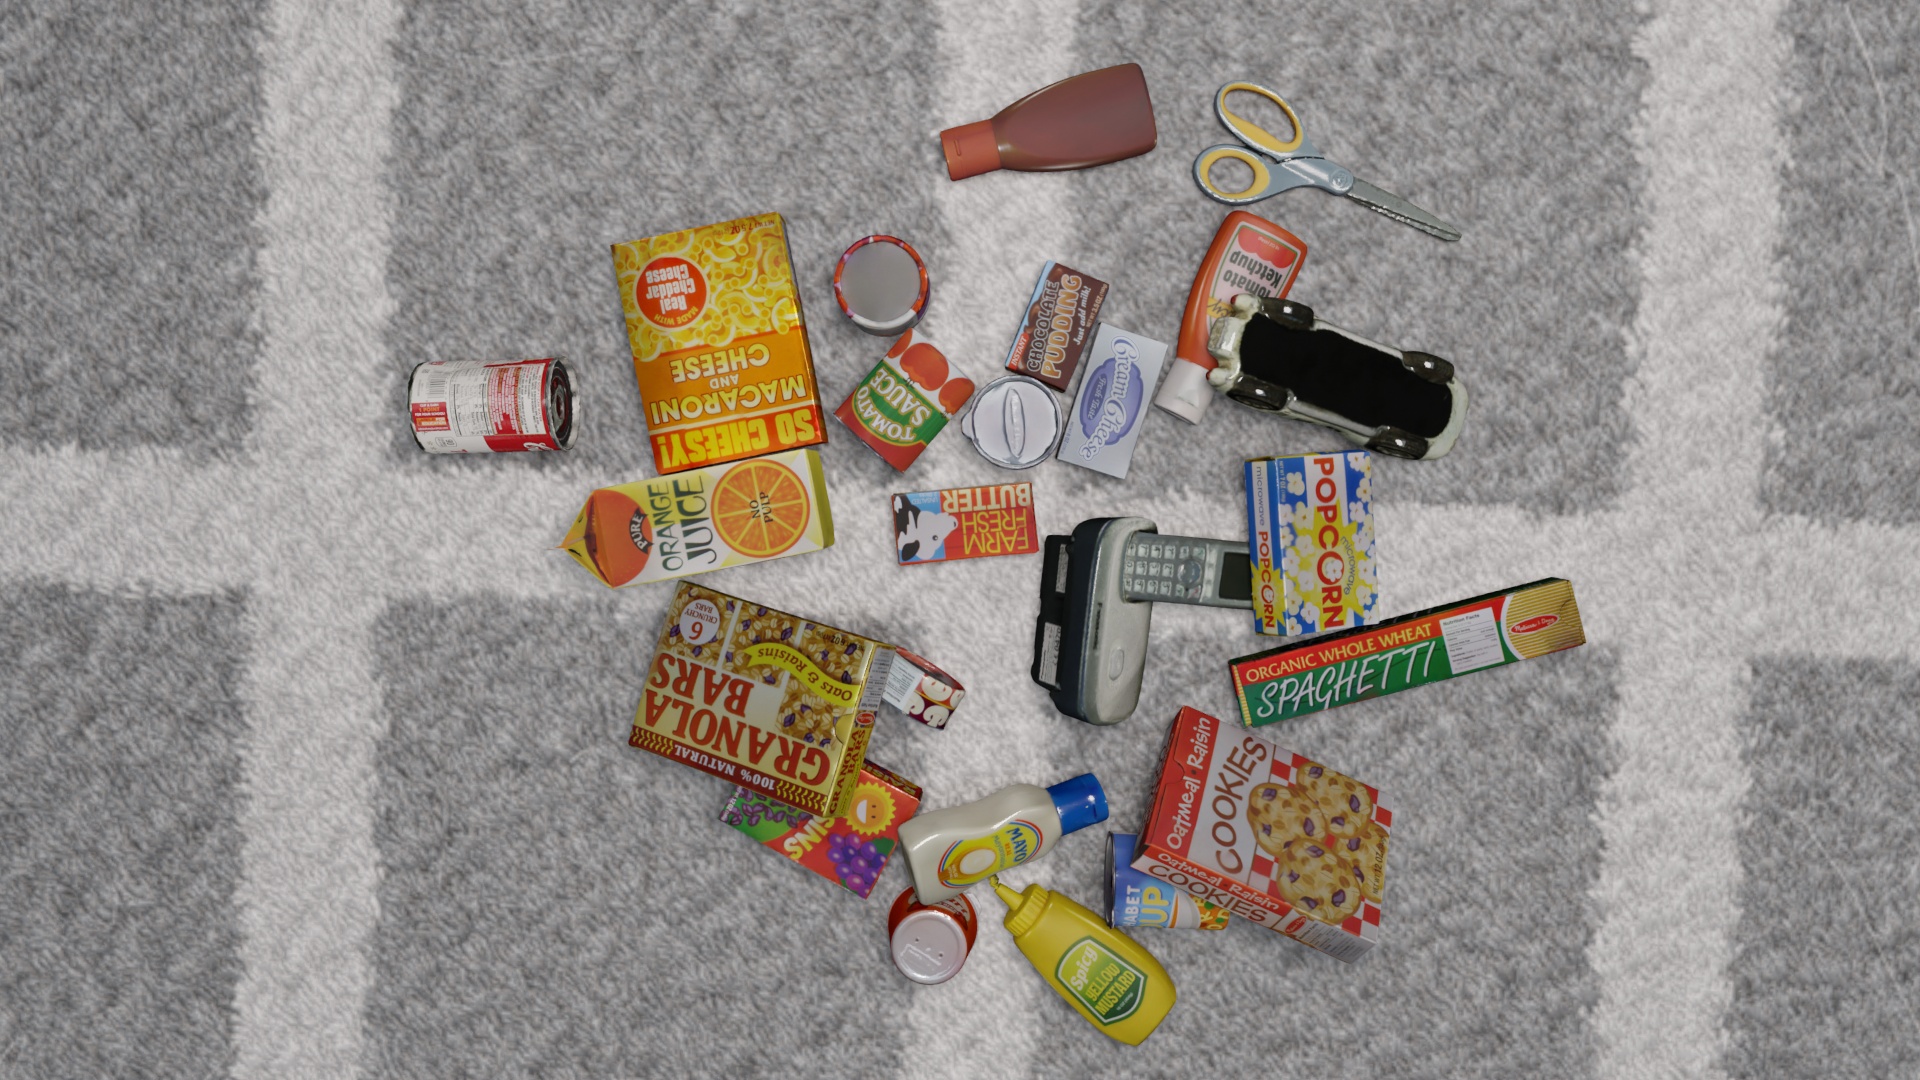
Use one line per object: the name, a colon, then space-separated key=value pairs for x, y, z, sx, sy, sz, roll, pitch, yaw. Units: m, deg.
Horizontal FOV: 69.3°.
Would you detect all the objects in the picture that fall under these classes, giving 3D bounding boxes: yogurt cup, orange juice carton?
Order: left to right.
orange juice carton: x=-0.192 y=-0.012 z=0.988 sx=0.193 sy=0.072 sz=0.073 roll=-11 pitch=92 yaw=1
yogurt cup: x=-0.021 y=0.286 z=1.006 sx=0.072 sy=0.054 sz=0.072 roll=0 pitch=93 yaw=2

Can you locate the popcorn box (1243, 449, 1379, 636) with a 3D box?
popcorn box: x=0.248 y=0.001 z=0.981 sx=0.085 sy=0.038 sz=0.126 roll=-5 pitch=92 yaw=-26

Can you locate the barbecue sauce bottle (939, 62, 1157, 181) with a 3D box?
barbecue sauce bottle: x=0.061 y=-0.291 z=0.987 sx=0.148 sy=0.044 sz=0.065 roll=-13 pitch=92 yaw=2

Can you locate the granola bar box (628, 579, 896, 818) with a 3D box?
granola bar box: x=-0.141 y=0.109 z=0.974 sx=0.165 sy=0.039 sz=0.124 roll=15 pitch=87 yaw=22

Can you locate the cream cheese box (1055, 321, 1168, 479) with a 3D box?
cream cheese box: x=0.109 y=-0.100 z=1.002 sx=0.053 sy=0.024 sz=0.103 roll=17 pitch=93 yaw=-1

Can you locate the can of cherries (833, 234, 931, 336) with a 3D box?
can of cherries: x=-0.055 y=-0.182 z=0.985 sx=0.071 sy=0.058 sz=0.071 roll=0 pitch=93 yaw=1

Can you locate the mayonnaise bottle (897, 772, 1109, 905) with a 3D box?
mayonnaise bottle: x=0.032 y=0.207 z=0.993 sx=0.148 sy=0.041 sz=0.064 roll=-18 pitch=120 yaw=-11

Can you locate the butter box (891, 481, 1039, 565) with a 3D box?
butter box: x=0.004 y=-0.013 z=1.008 sx=0.103 sy=0.024 sz=0.053 roll=-5 pitch=92 yaw=1

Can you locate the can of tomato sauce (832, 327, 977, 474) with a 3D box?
can of tomato sauce: x=-0.039 y=-0.099 z=0.983 sx=0.071 sy=0.071 sz=0.083 roll=41 pitch=92 yaw=-1

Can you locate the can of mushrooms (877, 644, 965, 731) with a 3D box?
can of mushrooms: x=-0.030 y=0.105 z=0.994 sx=0.071 sy=0.071 sz=0.033 roll=31 pitch=92 yaw=0

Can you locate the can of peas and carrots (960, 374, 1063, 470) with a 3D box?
can of peas and carrots: x=0.037 y=-0.082 z=0.987 sx=0.071 sy=0.059 sz=0.071 roll=0 pitch=92 yaw=2

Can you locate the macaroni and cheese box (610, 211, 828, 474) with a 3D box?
macaroni and cheese box: x=-0.171 y=-0.140 z=0.999 sx=0.124 sy=0.040 sz=0.166 roll=-11 pitch=92 yaw=1

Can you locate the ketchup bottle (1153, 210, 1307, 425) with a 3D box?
ketchup bottle: x=0.186 y=-0.156 z=0.989 sx=0.065 sy=0.043 sz=0.148 roll=26 pitch=93 yaw=-8

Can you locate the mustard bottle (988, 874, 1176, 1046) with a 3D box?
mustard bottle: x=0.080 y=0.295 z=1.006 sx=0.160 sy=0.049 sz=0.065 roll=38 pitch=91 yaw=-1

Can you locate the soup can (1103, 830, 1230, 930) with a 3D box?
soup can: x=0.147 y=0.246 z=0.992 sx=0.084 sy=0.071 sz=0.071 roll=3 pitch=93 yaw=1

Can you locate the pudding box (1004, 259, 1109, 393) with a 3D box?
pudding box: x=0.069 y=-0.154 z=0.998 sx=0.050 sy=0.030 sz=0.083 roll=23 pitch=92 yaw=1

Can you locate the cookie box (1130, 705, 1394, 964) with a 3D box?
cookie box: x=0.213 y=0.202 z=0.968 sx=0.167 sy=0.040 sz=0.123 roll=24 pitch=48 yaw=0

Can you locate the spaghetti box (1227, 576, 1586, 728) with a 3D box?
spaghetti box: x=0.319 y=0.080 z=1.003 sx=0.250 sy=0.029 sz=0.050 roll=-14 pitch=92 yaw=2

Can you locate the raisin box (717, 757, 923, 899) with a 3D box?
raisin box: x=-0.101 y=0.193 z=1.011 sx=0.123 sy=0.040 sz=0.086 roll=28 pitch=92 yaw=1
